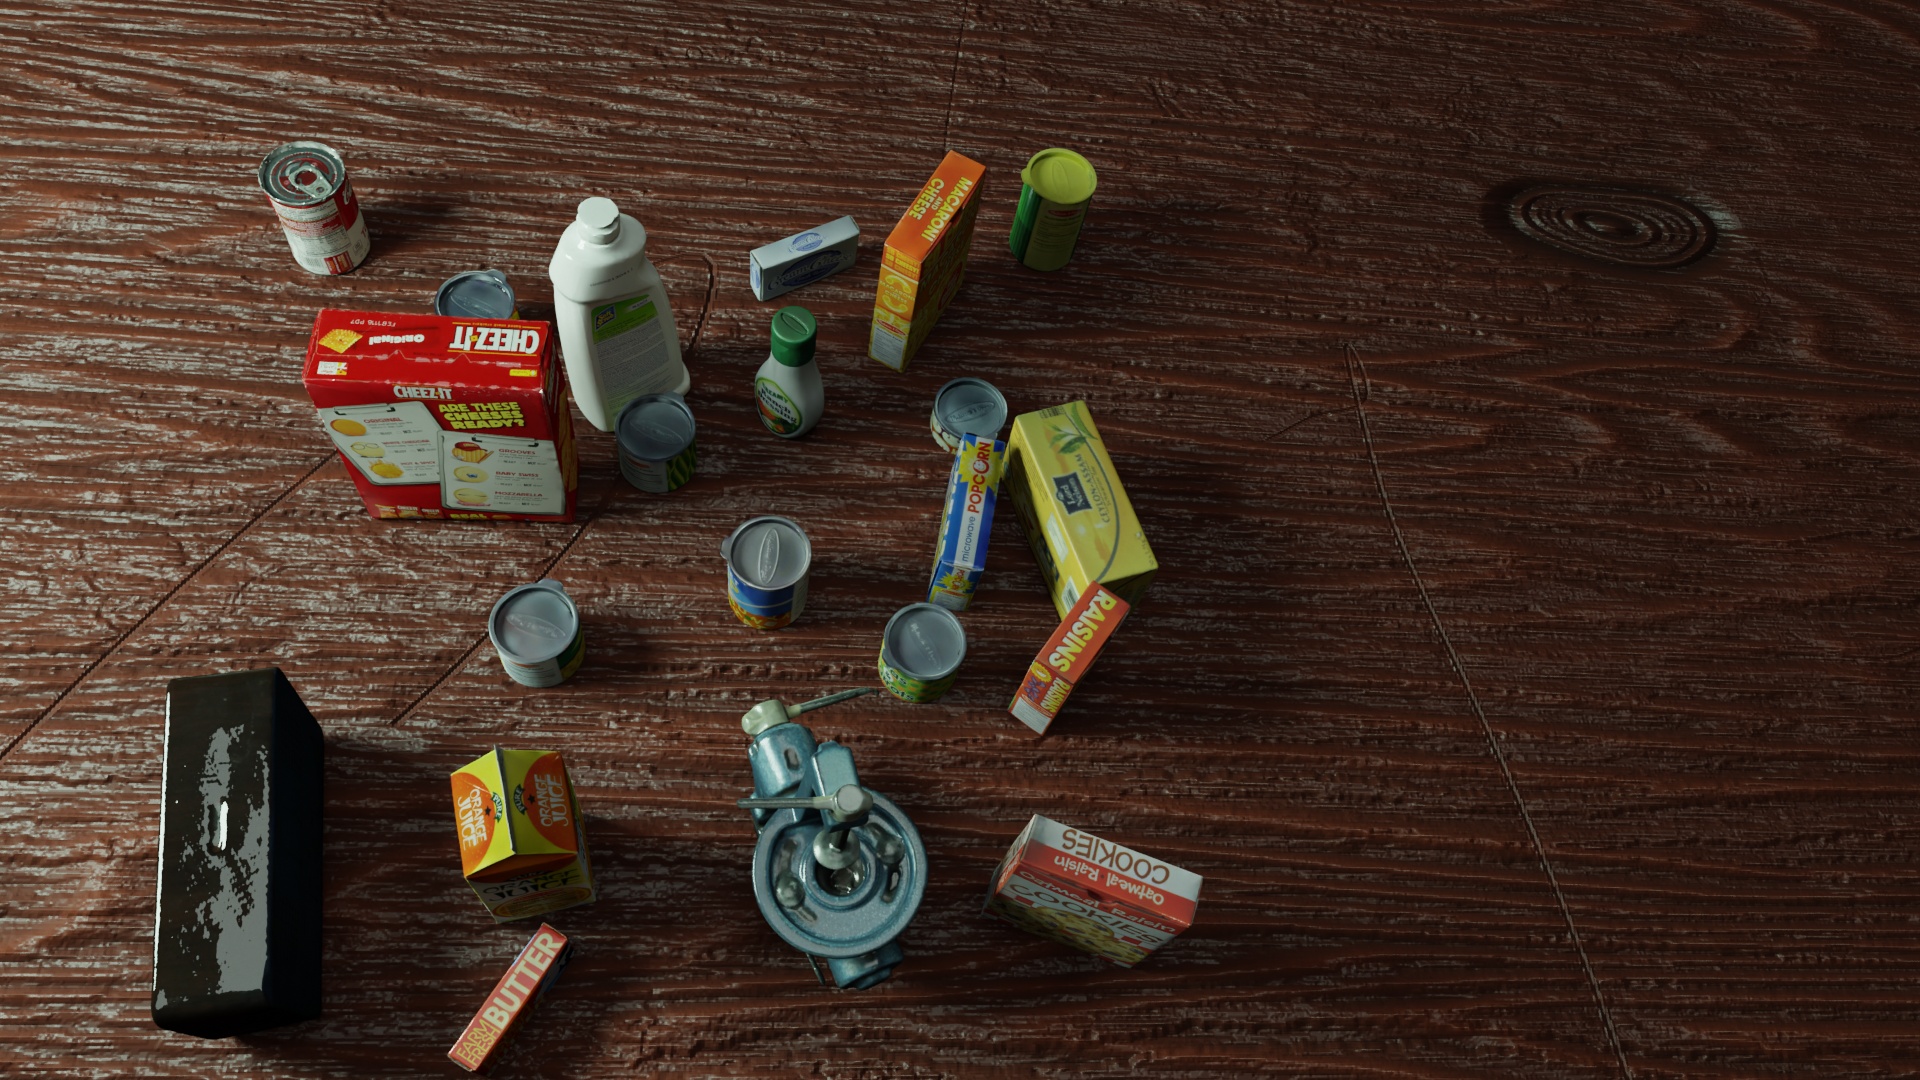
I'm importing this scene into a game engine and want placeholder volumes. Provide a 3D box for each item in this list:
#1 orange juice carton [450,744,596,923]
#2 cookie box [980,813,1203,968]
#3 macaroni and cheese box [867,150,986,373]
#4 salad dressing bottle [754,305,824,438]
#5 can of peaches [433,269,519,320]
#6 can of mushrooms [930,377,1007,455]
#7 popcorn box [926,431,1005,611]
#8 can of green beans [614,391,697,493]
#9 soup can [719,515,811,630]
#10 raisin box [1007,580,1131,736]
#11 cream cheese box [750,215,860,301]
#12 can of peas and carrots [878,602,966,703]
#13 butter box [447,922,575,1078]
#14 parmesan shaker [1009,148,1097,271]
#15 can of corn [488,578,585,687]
[{"bbox_3d":[-0.298,0.201,0.947,0.073,0.191,0.072,-10,66,-14],"label":"orange juice carton"},{"bbox_3d":[0.089,0.256,0.997,0.123,0.166,0.040,20,62,1],"label":"cookie box"},{"bbox_3d":[-0.030,-0.244,1.234,0.040,0.165,0.124,28,62,5],"label":"macaroni and cheese box"},{"bbox_3d":[-0.143,-0.142,1.173,0.064,0.147,0.044,39,64,11],"label":"salad dressing bottle"},{"bbox_3d":[-0.415,-0.191,1.205,0.071,0.057,0.071,4,63,-7],"label":"can of peaches"},{"bbox_3d":[0.008,-0.108,1.246,0.071,0.033,0.071,4,63,-7],"label":"can of mushrooms"},{"bbox_3d":[0.004,-0.015,1.168,0.038,0.084,0.127,12,62,-3],"label":"popcorn box"},{"bbox_3d":[-0.257,-0.081,1.175,0.071,0.057,0.071,4,63,-7],"label":"can of green beans"},{"bbox_3d":[-0.158,0.027,1.121,0.071,0.083,0.071,4,63,-7],"label":"soup can"},{"bbox_3d":[0.085,0.095,1.104,0.040,0.122,0.086,35,63,9],"label":"raisin box"},{"bbox_3d":[-0.144,-0.261,1.288,0.104,0.053,0.024,-25,70,-20],"label":"cream cheese box"},{"bbox_3d":[-0.034,0.093,1.122,0.071,0.058,0.071,4,63,-7],"label":"can of peas and carrots"},{"bbox_3d":[-0.309,0.320,0.963,0.024,0.053,0.104,30,63,6],"label":"butter box"},{"bbox_3d":[0.084,-0.314,1.324,0.071,0.102,0.071,4,63,-7],"label":"parmesan shaker"},{"bbox_3d":[-0.328,0.073,1.084,0.071,0.058,0.071,4,63,-7],"label":"can of corn"}]
